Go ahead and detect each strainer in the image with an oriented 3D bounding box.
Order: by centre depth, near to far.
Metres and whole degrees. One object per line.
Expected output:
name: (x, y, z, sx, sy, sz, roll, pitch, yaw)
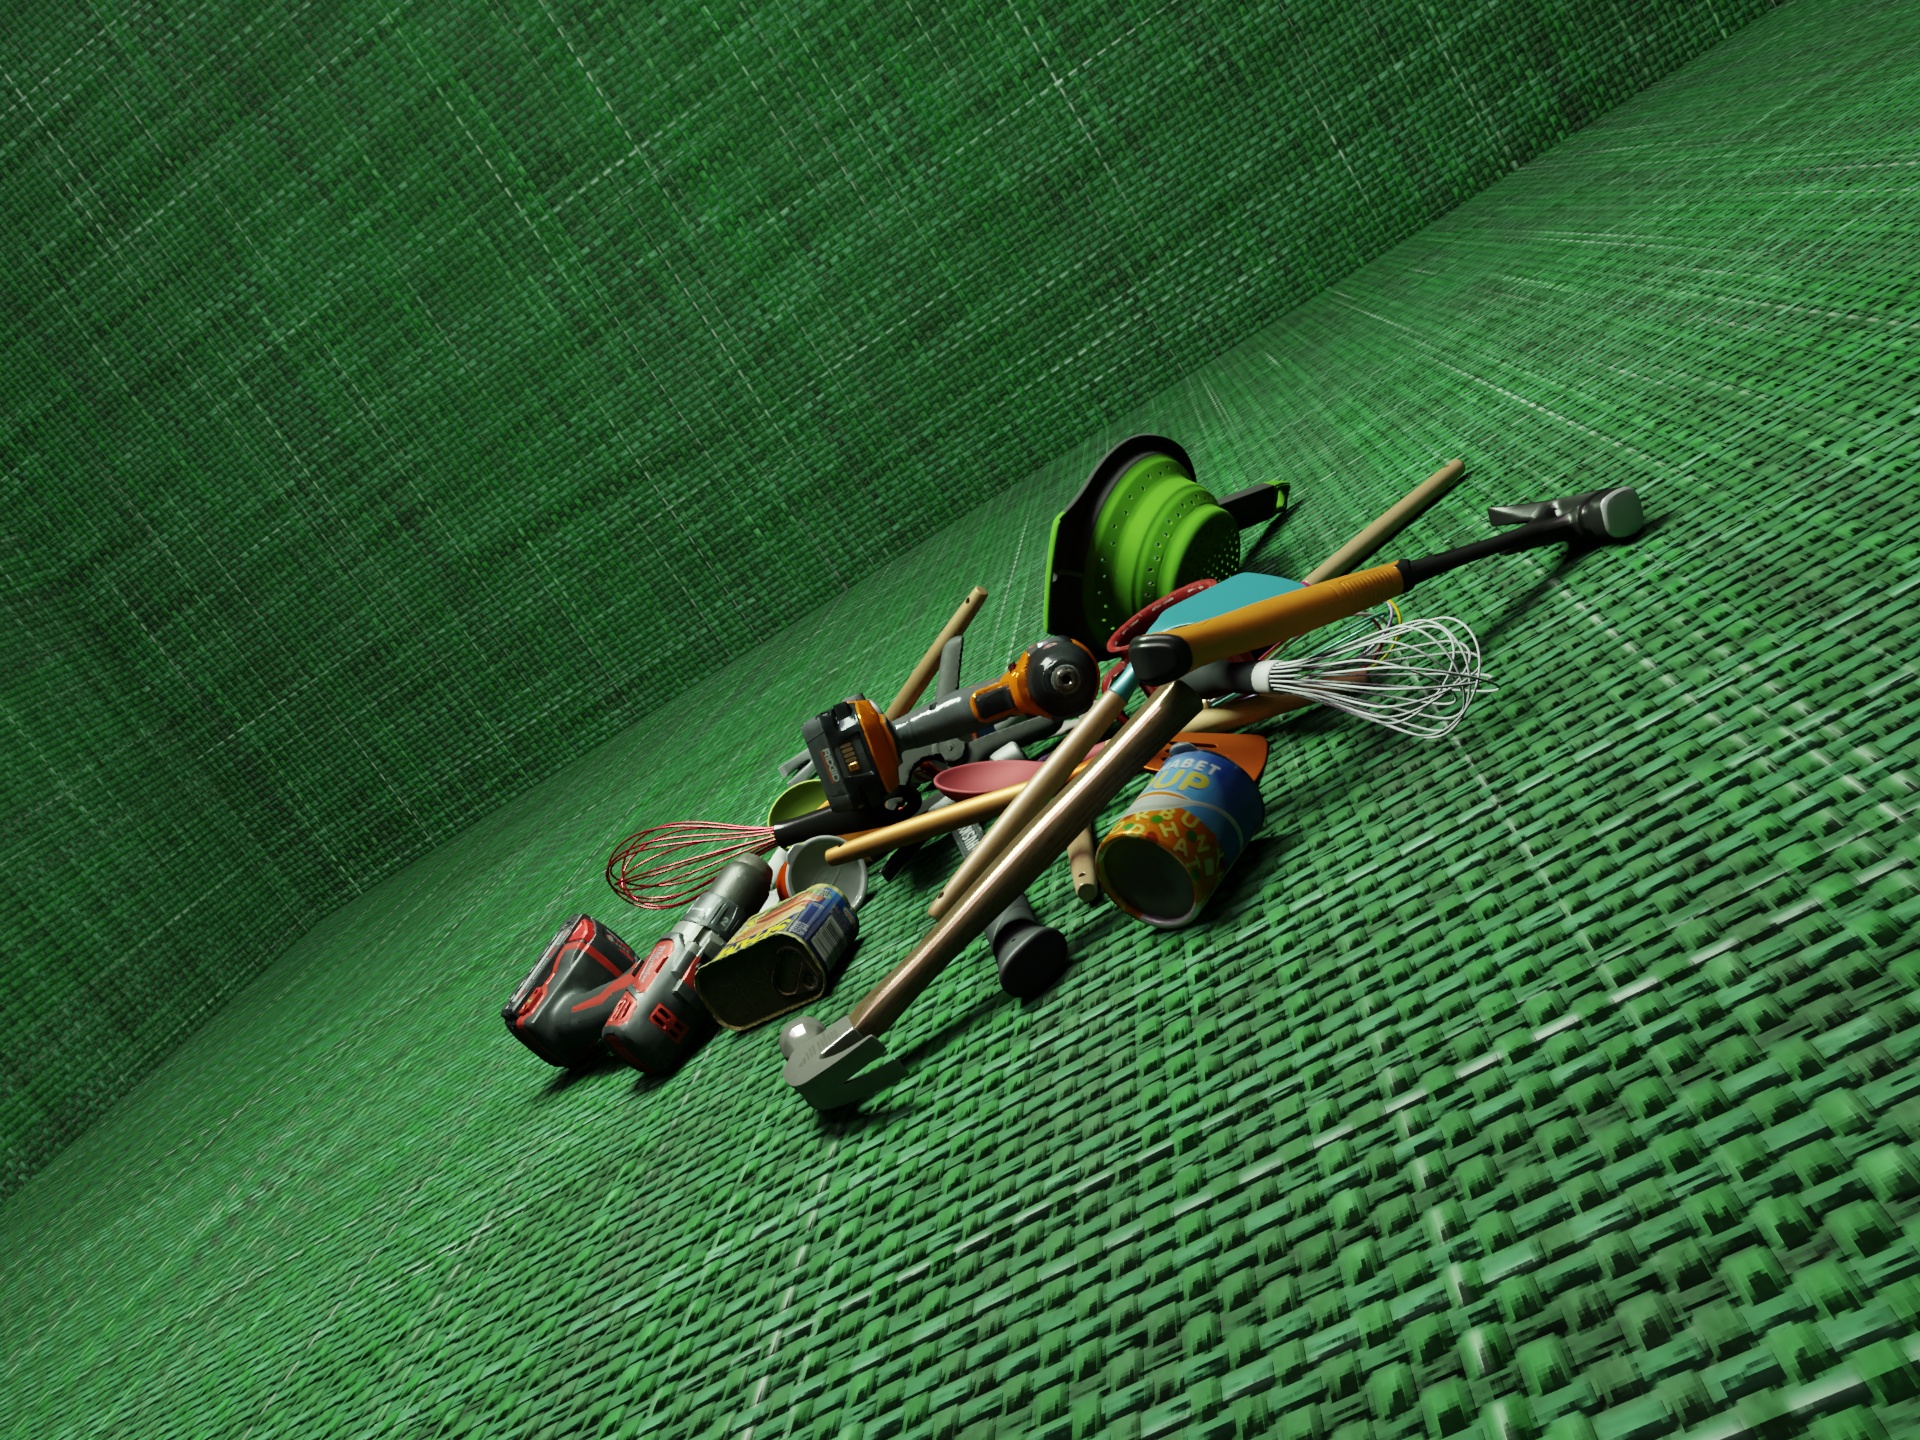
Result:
strainer: (-0.179, 0.152, 1.403, 0.087, 0.050, 0.258, -46, 6, 14)

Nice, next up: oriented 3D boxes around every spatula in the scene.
spatula: (0.092, 0.012, 1.023, 0.317, 0.044, 0.082, -49, 24, -6)
spatula: (0.047, 0.058, 1.073, 0.322, 0.041, 0.081, -20, 15, 25)
spatula: (0.083, 0.062, 1.119, 0.060, 0.018, 0.316, -19, 14, 7)

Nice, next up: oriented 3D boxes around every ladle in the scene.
ladle: (0.125, 0.013, 1.087, 0.315, 0.031, 0.069, -17, 12, 24)
ladle: (-0.074, 0.002, 1.410, 0.320, 0.062, 0.078, -54, 42, 28)

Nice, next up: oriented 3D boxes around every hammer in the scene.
hammer: (0.021, 0.099, 0.934, 0.331, 0.031, 0.130, -45, 14, -4)
hammer: (0.251, -0.083, 0.983, 0.337, 0.034, 0.127, -18, 7, -19)
hammer: (0.013, 0.106, 1.092, 0.149, 0.036, 0.409, -35, 12, 1)
hammer: (-0.068, 0.018, 1.642, 0.144, 0.035, 0.405, -38, 13, -22)

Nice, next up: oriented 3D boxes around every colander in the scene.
colander: (0.228, -0.160, 1.429, 0.095, 0.204, 0.397, 21, 29, 34)

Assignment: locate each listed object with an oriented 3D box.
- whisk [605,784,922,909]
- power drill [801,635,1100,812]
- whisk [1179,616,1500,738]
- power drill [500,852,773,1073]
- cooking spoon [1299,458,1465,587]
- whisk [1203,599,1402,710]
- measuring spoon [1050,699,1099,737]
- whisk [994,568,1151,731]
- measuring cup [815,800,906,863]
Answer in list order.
whisk: (-0.167, 0.100, 1.323, 0.296, 0.073, 0.073, -16, 17, 18)
power drill: (-0.002, -0.004, 1.210, 0.226, 0.084, 0.164, -21, 2, -1)
whisk: (0.213, -0.026, 0.974, 0.070, 0.070, 0.285, -38, 18, -21)
power drill: (-0.252, 0.194, 1.271, 0.227, 0.080, 0.188, -15, 35, 49)
cooking spoon: (0.296, -0.120, 1.275, 0.319, 0.017, 0.069, -38, 11, -17)
whisk: (0.193, -0.016, 1.092, 0.245, 0.047, 0.051, -31, 1, 30)
measuring spoon: (0.087, 0.000, 1.349, 0.034, 0.018, 0.124, -41, 13, -30)
whisk: (0.112, -0.067, 1.491, 0.239, 0.055, 0.055, -44, 15, -25)
measuring cup: (-0.052, 0.067, 1.375, 0.173, 0.052, 0.095, -33, 12, -6)
